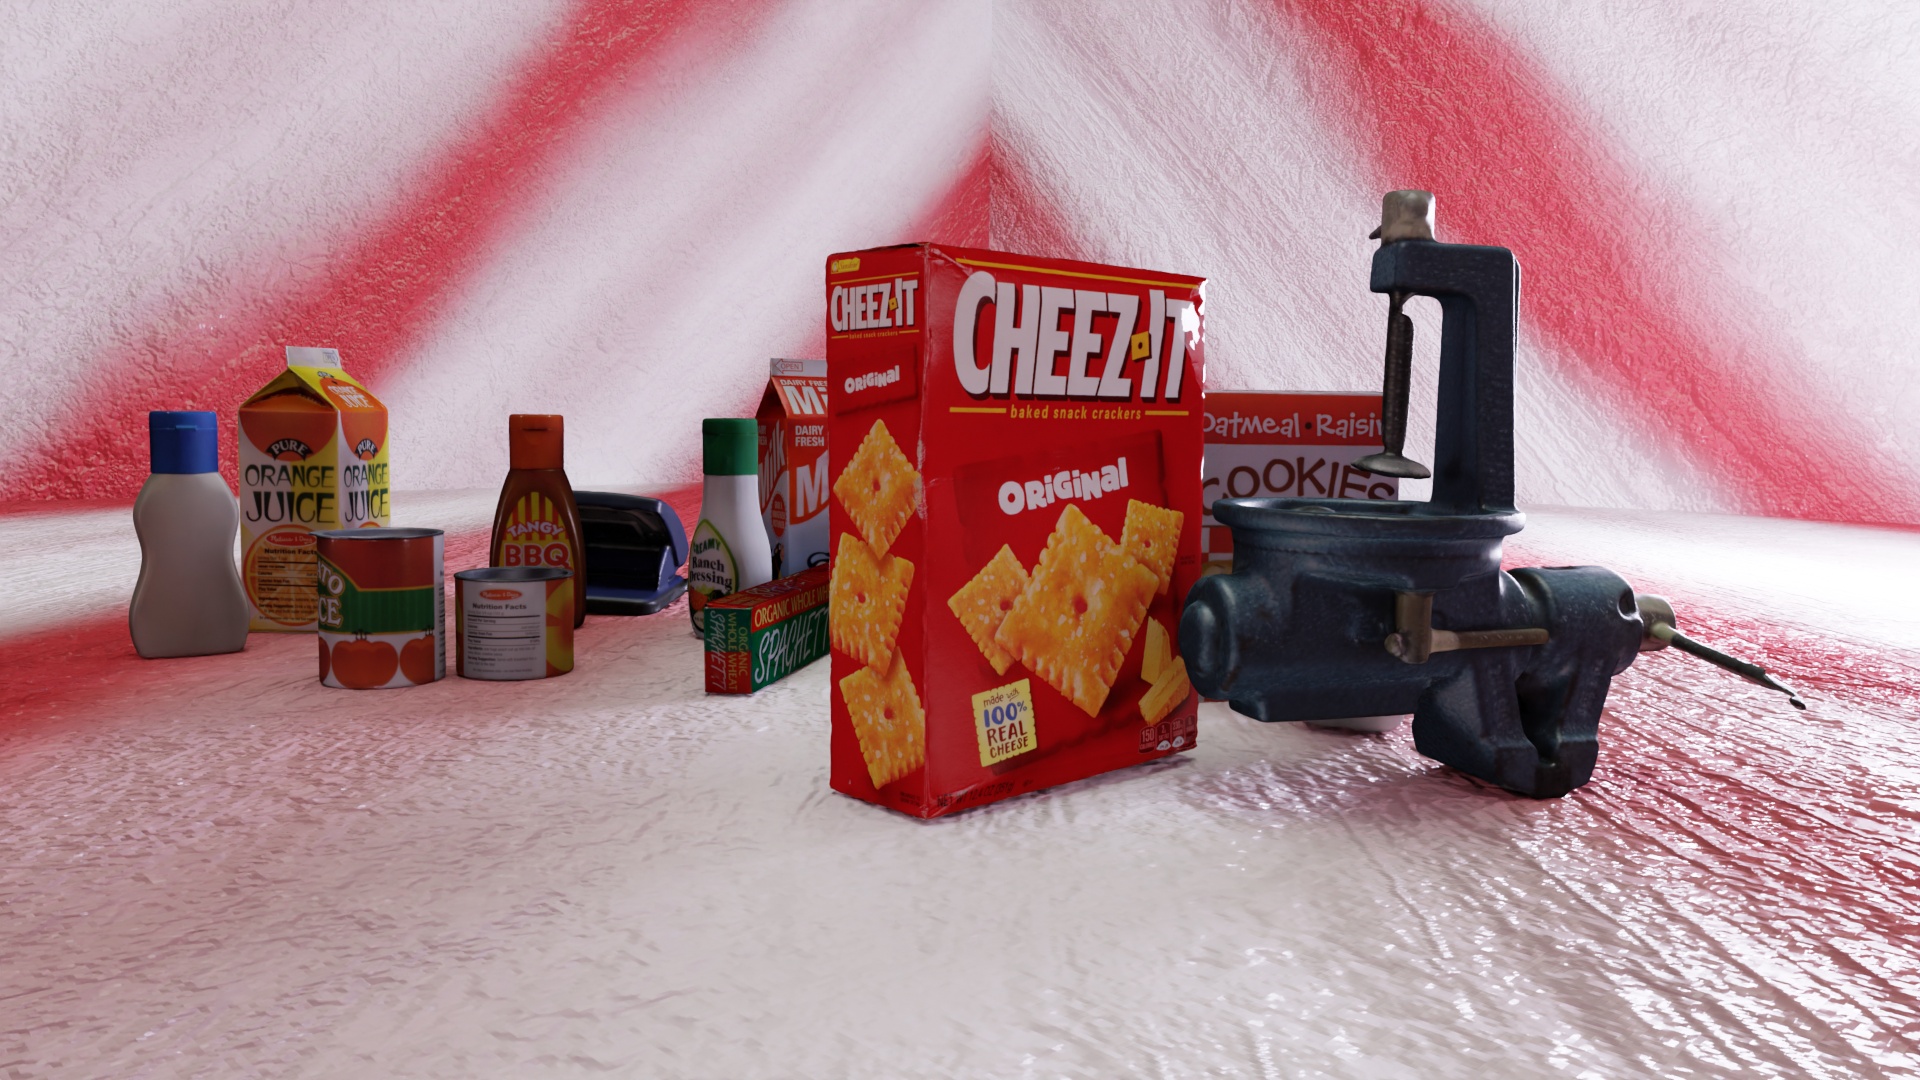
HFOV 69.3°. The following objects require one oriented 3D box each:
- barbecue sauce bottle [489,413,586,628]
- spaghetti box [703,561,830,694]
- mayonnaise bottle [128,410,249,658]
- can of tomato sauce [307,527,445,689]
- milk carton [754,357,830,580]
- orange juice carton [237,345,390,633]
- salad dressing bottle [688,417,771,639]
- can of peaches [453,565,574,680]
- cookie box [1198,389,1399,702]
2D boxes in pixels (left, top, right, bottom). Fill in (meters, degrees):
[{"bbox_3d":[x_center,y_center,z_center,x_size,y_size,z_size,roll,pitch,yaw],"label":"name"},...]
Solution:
[{"bbox_3d":[-0.293,-0.013,0.961,0.065,0.148,0.043,0,5,-13],"label":"barbecue sauce bottle"},{"bbox_3d":[-0.099,0.048,0.855,0.029,0.050,0.250,2,5,11],"label":"spaghetti box"},{"bbox_3d":[-0.470,-0.005,0.844,0.065,0.148,0.041,-2,5,-33],"label":"mayonnaise bottle"},{"bbox_3d":[-0.323,0.036,0.771,0.071,0.083,0.071,1,5,0],"label":"can of tomato sauce"},{"bbox_3d":[-0.105,-0.036,1.009,0.072,0.190,0.073,-2,5,-28],"label":"milk carton"},{"bbox_3d":[-0.443,-0.036,0.954,0.073,0.192,0.072,1,4,4],"label":"orange juice carton"},{"bbox_3d":[-0.154,-0.008,0.929,0.064,0.147,0.044,5,6,42],"label":"salad dressing bottle"},{"bbox_3d":[-0.256,0.047,0.803,0.071,0.058,0.071,1,5,0],"label":"can of peaches"},{"bbox_3d":[0.173,0.001,0.759,0.123,0.167,0.040,0,4,-11],"label":"cookie box"}]
